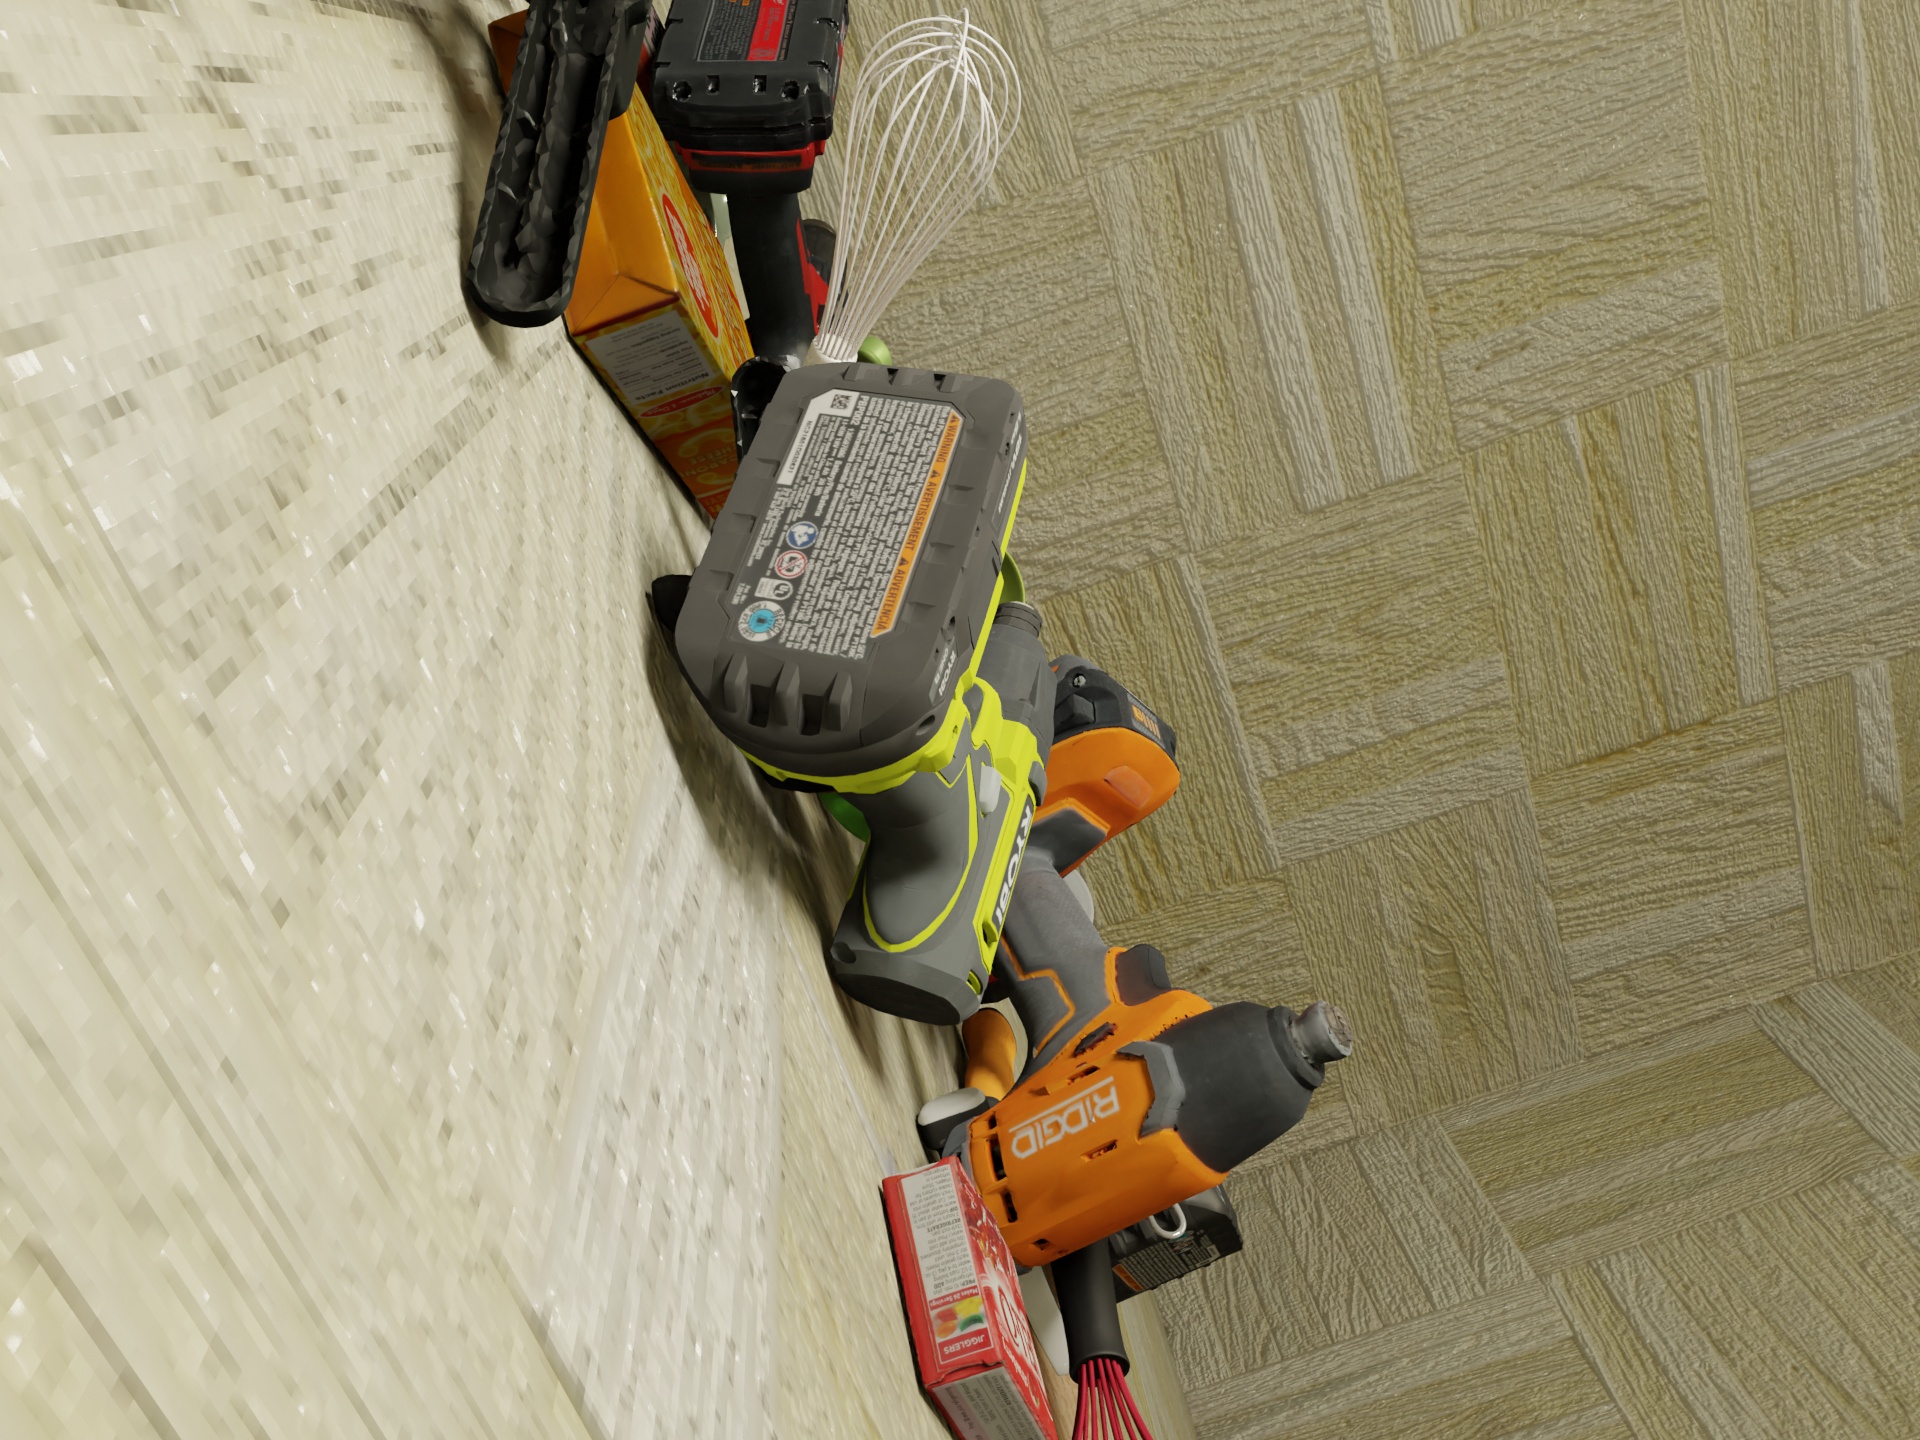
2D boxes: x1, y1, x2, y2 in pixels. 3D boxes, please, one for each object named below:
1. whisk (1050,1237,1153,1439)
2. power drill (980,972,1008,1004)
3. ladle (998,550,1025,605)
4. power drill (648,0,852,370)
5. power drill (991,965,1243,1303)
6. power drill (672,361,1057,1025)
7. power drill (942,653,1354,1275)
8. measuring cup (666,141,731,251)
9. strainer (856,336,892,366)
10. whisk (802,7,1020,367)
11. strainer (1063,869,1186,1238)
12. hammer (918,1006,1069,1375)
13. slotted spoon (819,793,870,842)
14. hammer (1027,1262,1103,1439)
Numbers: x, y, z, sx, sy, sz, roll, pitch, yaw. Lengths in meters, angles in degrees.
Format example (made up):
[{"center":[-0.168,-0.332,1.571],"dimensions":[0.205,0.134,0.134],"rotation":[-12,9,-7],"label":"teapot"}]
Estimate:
[{"center":[0.055,0.258,0.588],"dimensions":[0.296,0.073,0.073],"rotation":[-99,171,-53],"label":"whisk"},{"center":[-0.009,0.057,1.011],"dimensions":[0.143,0.078,0.219],"rotation":[-99,174,-73],"label":"power drill"},{"center":[-0.026,-0.041,0.794],"dimensions":[0.078,0.062,0.320],"rotation":[59,18,-7],"label":"ladle"},{"center":[-0.091,-0.260,0.811],"dimensions":[0.226,0.080,0.188],"rotation":[88,4,-51],"label":"power drill"},{"center":[0.067,0.182,0.852],"dimensions":[0.190,0.080,0.229],"rotation":[62,5,-58],"label":"power drill"},{"center":[-0.013,-0.011,0.545],"dimensions":[0.223,0.080,0.171],"rotation":[72,32,-60],"label":"power drill"},{"center":[0.058,0.086,0.641],"dimensions":[0.084,0.164,0.227],"rotation":[36,31,-42],"label":"power drill"},{"center":[-0.145,-0.249,0.835],"dimensions":[0.083,0.038,0.168],"rotation":[68,19,-77],"label":"measuring cup"},{"center":[-0.029,-0.151,0.997],"dimensions":[0.151,0.069,0.256],"rotation":[30,-28,23],"label":"strainer"},{"center":[-0.049,-0.188,0.724],"dimensions":[0.284,0.070,0.070],"rotation":[-60,-142,44],"label":"whisk"},{"center":[0.042,0.130,0.721],"dimensions":[0.259,0.087,0.050],"rotation":[-119,-147,-50],"label":"strainer"},{"center":[0.019,0.213,0.823],"dimensions":[0.337,0.034,0.127],"rotation":[-66,137,-88],"label":"hammer"},{"center":[-0.001,0.031,0.853],"dimensions":[0.313,0.031,0.070],"rotation":[9,61,-71],"label":"slotted spoon"},{"center":[0.053,0.327,0.720],"dimensions":[0.332,0.031,0.130],"rotation":[-107,178,-63],"label":"hammer"}]
